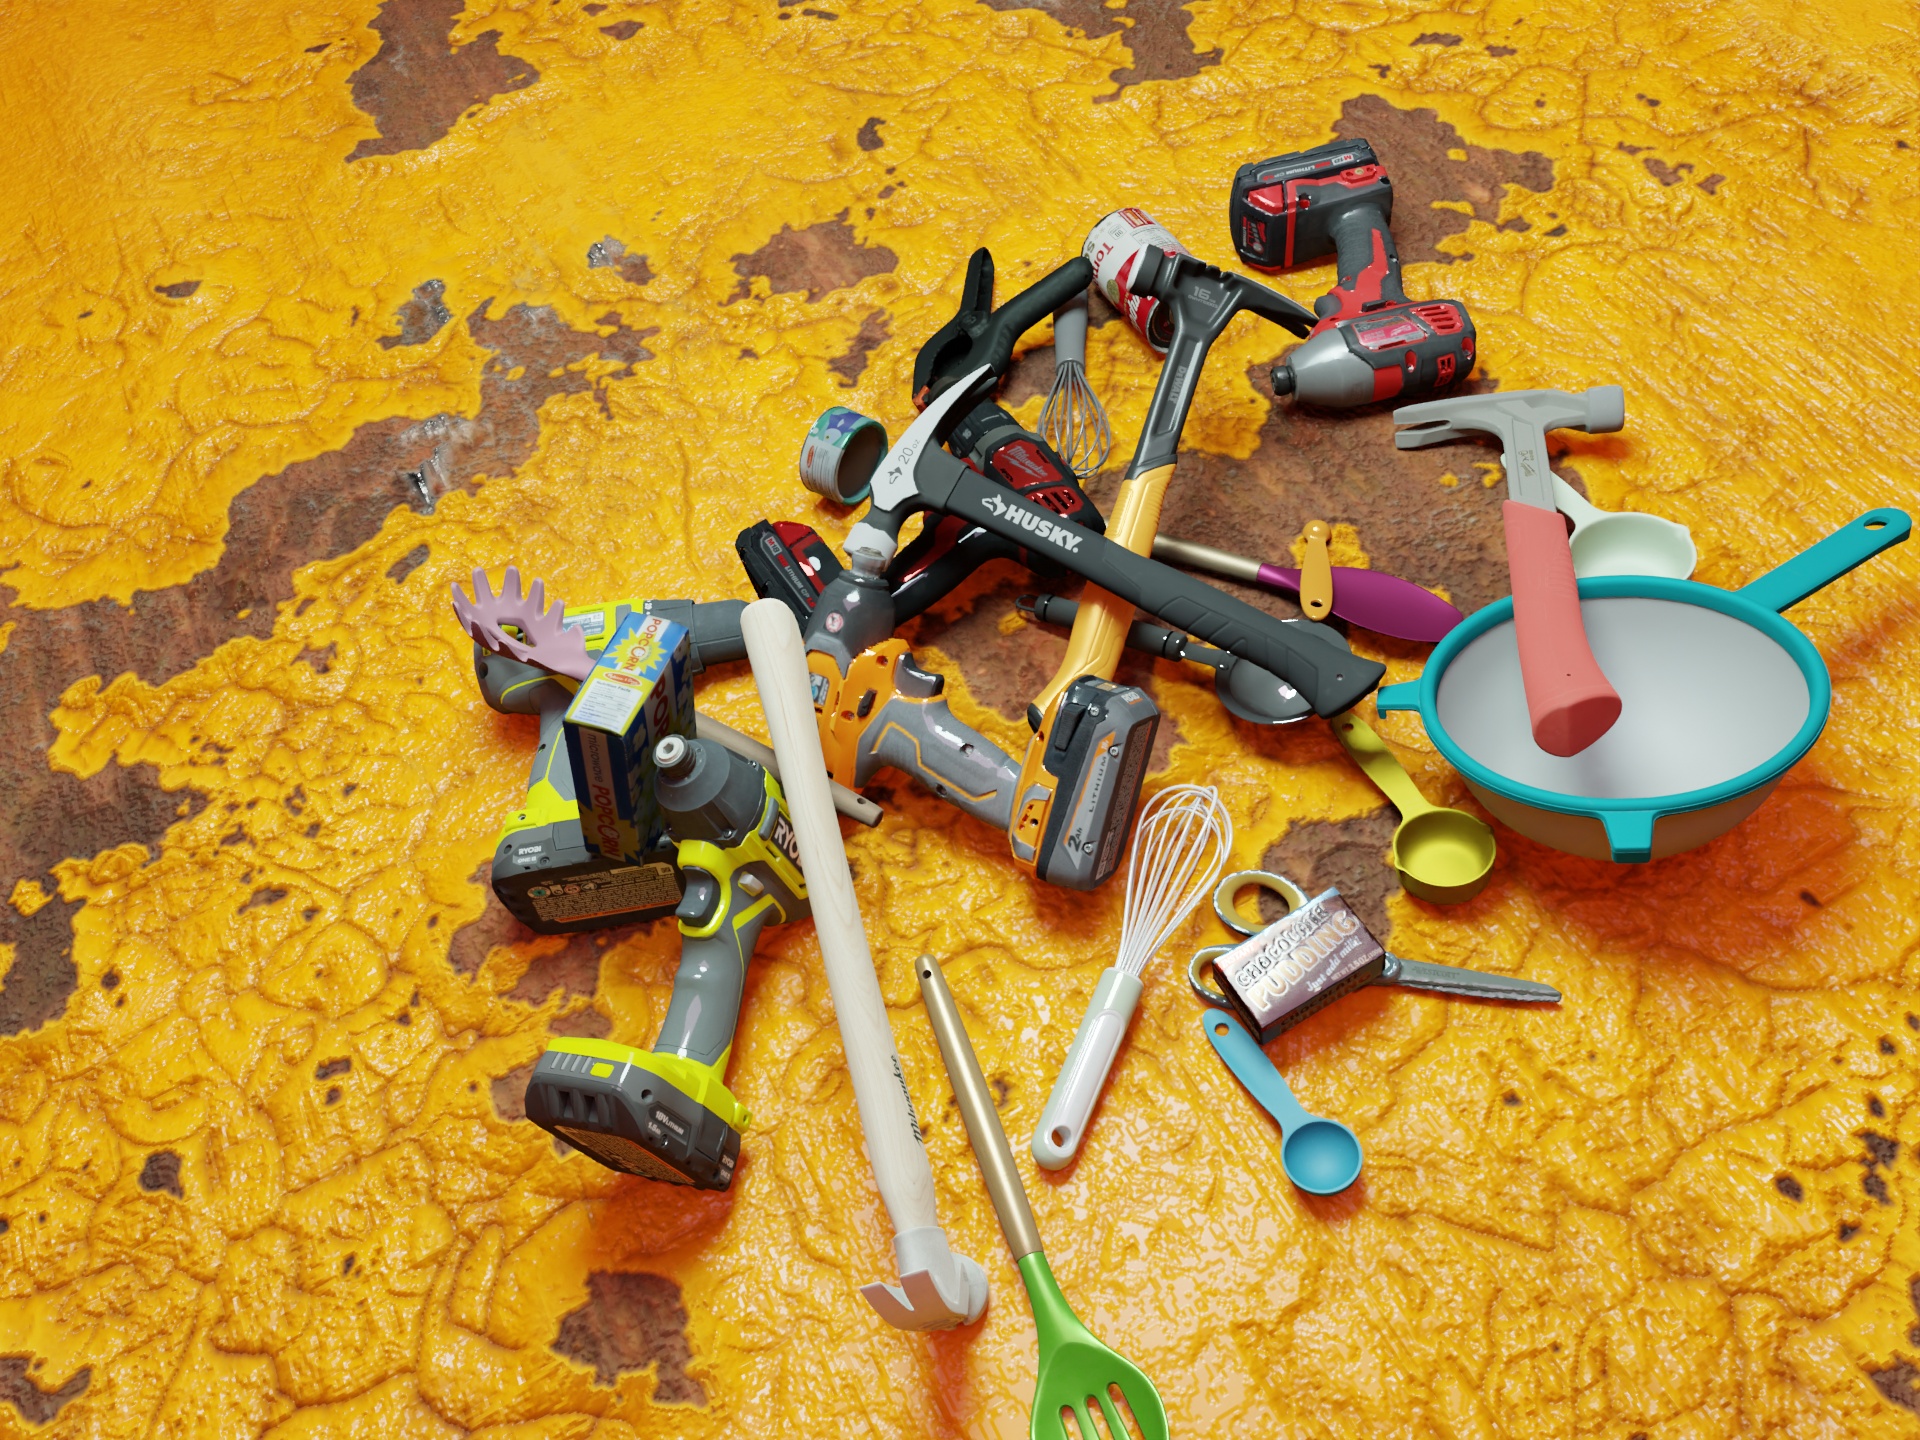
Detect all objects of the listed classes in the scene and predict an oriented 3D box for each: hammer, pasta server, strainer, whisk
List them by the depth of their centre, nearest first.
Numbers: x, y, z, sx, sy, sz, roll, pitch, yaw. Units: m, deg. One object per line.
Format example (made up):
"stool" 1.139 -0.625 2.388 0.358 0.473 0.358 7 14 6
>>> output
"hammer" -0.065 0.111 0.847 0.038 0.146 0.411 -18 65 4
"whisk" 0.097 0.140 0.906 0.058 0.059 0.246 29 66 -5
"strainer" 0.427 -0.017 0.924 0.340 0.095 0.211 -28 37 -17
"hammer" 0.340 -0.105 0.965 0.149 0.036 0.359 -4 37 18
"hammer" 0.101 -0.096 0.973 0.335 0.035 0.146 28 86 15
"pasta server" -0.183 -0.013 0.979 0.316 0.040 0.060 26 42 17
"hammer" 0.123 -0.136 1.023 0.127 0.034 0.337 20 81 -3
"strainer" 0.147 -0.045 1.028 0.258 0.050 0.087 20 60 28
"whisk" 0.084 -0.264 1.186 0.055 0.055 0.239 -3 51 7

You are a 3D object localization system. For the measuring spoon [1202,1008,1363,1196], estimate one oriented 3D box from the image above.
"measuring spoon" 0.171 0.208 0.867 0.042 0.021 0.129 -29 47 -9

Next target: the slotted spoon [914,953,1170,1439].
"slotted spoon" 0.030 0.258 0.839 0.070 0.031 0.314 -26 56 5

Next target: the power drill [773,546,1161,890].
"power drill" -0.002 -0.003 0.958 0.226 0.084 0.164 18 103 20

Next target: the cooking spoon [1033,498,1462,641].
"cooking spoon" 0.179 -0.106 1.076 0.319 0.017 0.069 19 41 22

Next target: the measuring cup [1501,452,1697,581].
"measuring cup" 0.407 -0.121 1.041 0.083 0.038 0.168 -24 45 -7

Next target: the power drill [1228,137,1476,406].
"power drill" 0.277 -0.323 1.177 0.143 0.078 0.220 -14 57 1

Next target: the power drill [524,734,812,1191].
"power drill" -0.151 0.130 0.880 0.080 0.171 0.223 3 60 23

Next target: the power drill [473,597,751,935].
"power drill" -0.216 0.013 1.029 0.190 0.080 0.229 -9 53 -2

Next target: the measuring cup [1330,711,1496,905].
"measuring cup" 0.264 0.050 0.956 0.062 0.029 0.157 -21 43 -5

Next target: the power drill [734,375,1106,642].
"power drill" -0.036 -0.136 1.091 0.226 0.080 0.188 -30 56 -8

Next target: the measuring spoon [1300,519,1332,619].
"measuring spoon" 0.235 -0.101 1.046 0.021 0.011 0.117 7 38 8
